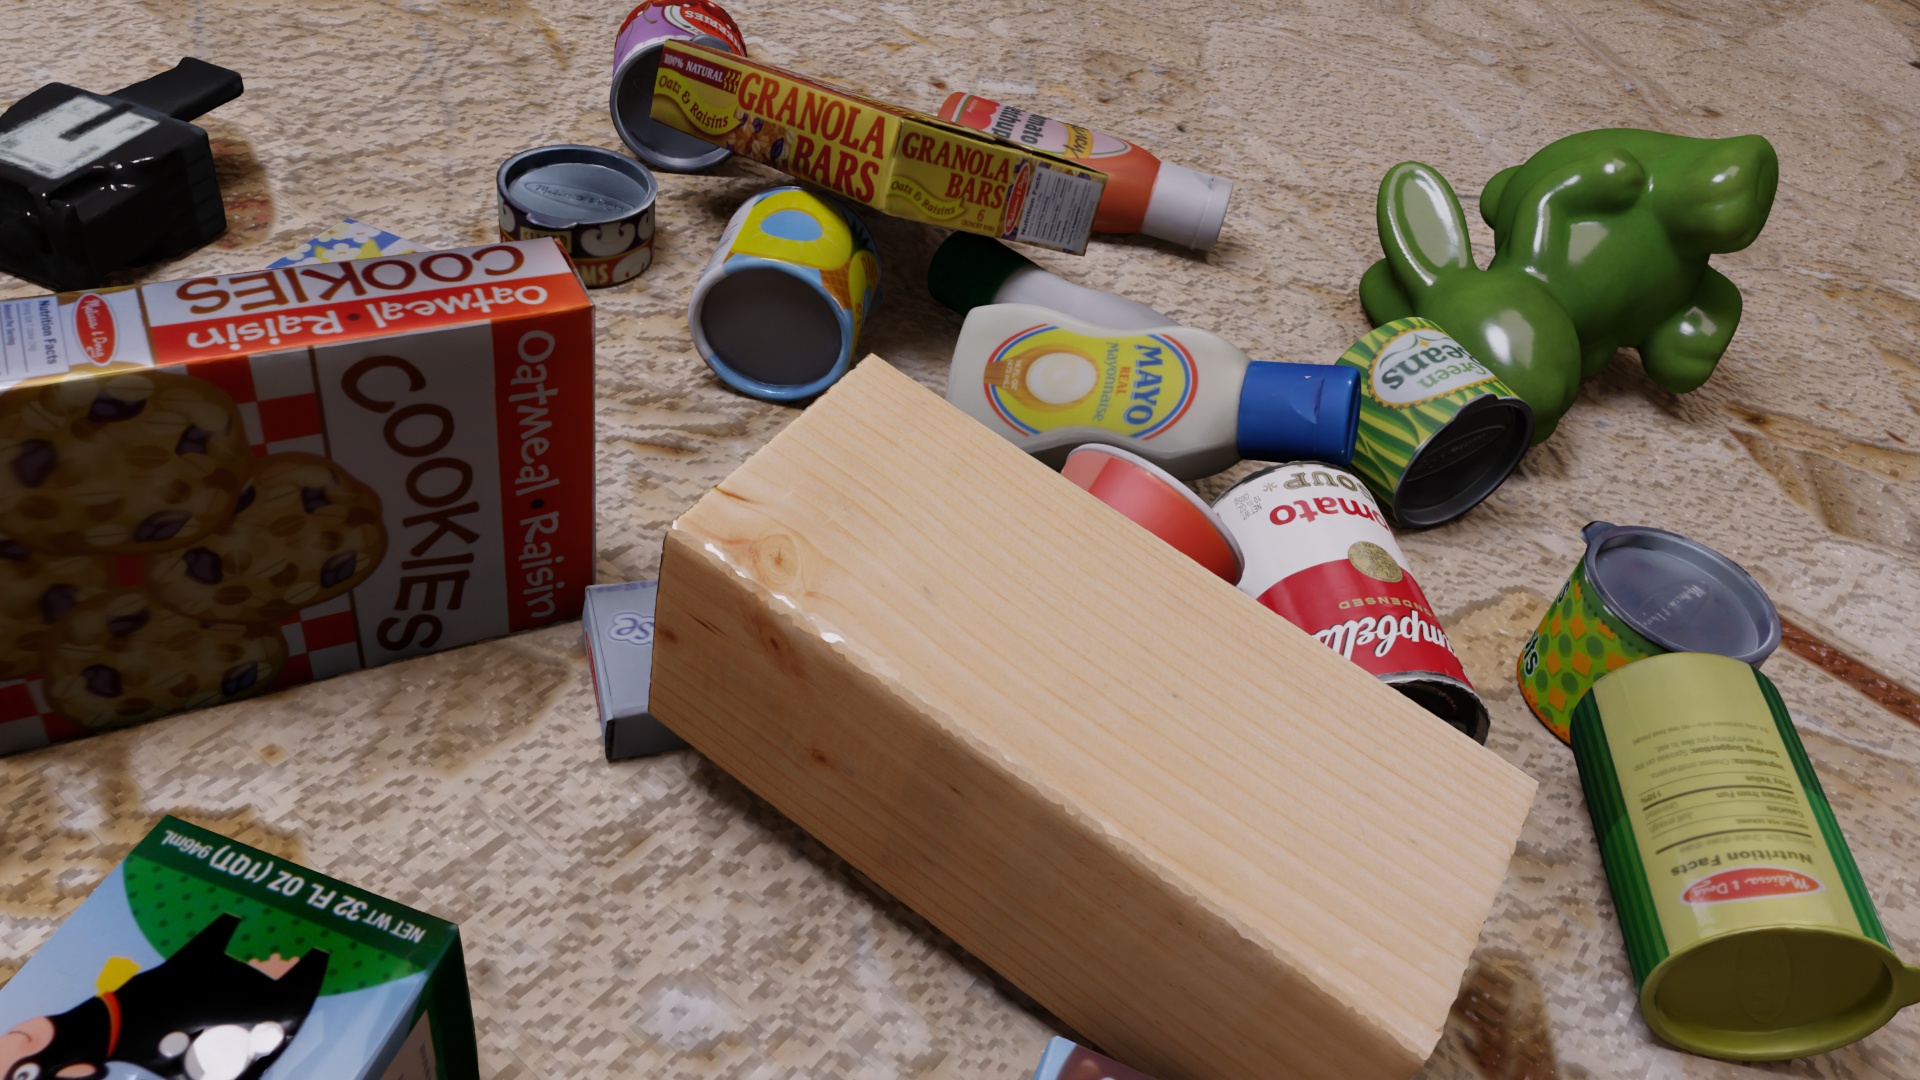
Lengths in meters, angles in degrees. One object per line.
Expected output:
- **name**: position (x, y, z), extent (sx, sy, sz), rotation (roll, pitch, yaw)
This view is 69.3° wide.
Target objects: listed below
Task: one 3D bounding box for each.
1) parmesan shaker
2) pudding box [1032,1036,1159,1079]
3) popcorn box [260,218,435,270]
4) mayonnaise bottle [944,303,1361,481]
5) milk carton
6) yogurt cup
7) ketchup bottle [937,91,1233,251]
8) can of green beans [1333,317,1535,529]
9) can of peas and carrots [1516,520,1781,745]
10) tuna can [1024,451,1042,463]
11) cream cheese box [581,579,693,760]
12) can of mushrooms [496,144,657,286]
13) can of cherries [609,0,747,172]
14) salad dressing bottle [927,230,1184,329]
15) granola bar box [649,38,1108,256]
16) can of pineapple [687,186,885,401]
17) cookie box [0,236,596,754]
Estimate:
- **parmesan shaker**: position (0.231, 0.092, 0.418), extent (0.071, 0.071, 0.103), rotation (13, 41, -1)
- **pudding box**: position (0.028, 0.163, 0.316), extent (0.050, 0.030, 0.084), rotation (21, 42, 10)
- **popcorn box**: position (-0.221, -0.061, 0.491), extent (0.085, 0.038, 0.127), rotation (23, 42, 9)
- **mayonnaise bottle**: position (0.069, -0.052, 0.512), extent (0.148, 0.041, 0.065), rotation (7, 77, 22)
- **milk carton**: position (-0.169, 0.152, 0.245), extent (0.072, 0.073, 0.192), rotation (18, 42, 5)
- **yogurt cup**: position (0.047, 0.011, 0.441), extent (0.072, 0.072, 0.054), rotation (33, 73, 21)
- **ketchup bottle**: position (0.059, -0.181, 0.692), extent (0.149, 0.043, 0.065), rotation (17, 39, 3)
- **can of green beans**: position (0.185, -0.048, 0.561), extent (0.071, 0.070, 0.058), rotation (-11, 47, -25)
- **can of peas and carrots**: position (0.237, 0.036, 0.488), extent (0.071, 0.058, 0.071), rotation (7, 41, -6)
- **tuna can**: position (0.002, -0.006, 0.493), extent (0.071, 0.032, 0.071), rotation (7, 42, -7)
- **cream cheese box**: position (-0.063, 0.034, 0.438), extent (0.104, 0.024, 0.053), rotation (-6, 47, -21)
- **can of mushrooms**: position (-0.165, -0.139, 0.595), extent (0.071, 0.033, 0.071), rotation (8, 42, -7)
- **can of cherries**: position (-0.132, -0.222, 0.668), extent (0.071, 0.071, 0.059), rotation (2, 42, -13)
- **salad dressing bottle**: position (0.050, -0.084, 0.584), extent (0.148, 0.043, 0.064), rotation (37, 50, 26)
- **granola bar box**: position (-0.037, -0.172, 0.602), extent (0.124, 0.039, 0.166), rotation (-1, 24, -46)
- **can of pineapple**: position (-0.067, -0.097, 0.550), extent (0.071, 0.070, 0.058), rotation (12, 42, -1)
- **cookie box**: position (-0.188, -0.015, 0.386), extent (0.168, 0.122, 0.040), rotation (-14, 49, -27)
